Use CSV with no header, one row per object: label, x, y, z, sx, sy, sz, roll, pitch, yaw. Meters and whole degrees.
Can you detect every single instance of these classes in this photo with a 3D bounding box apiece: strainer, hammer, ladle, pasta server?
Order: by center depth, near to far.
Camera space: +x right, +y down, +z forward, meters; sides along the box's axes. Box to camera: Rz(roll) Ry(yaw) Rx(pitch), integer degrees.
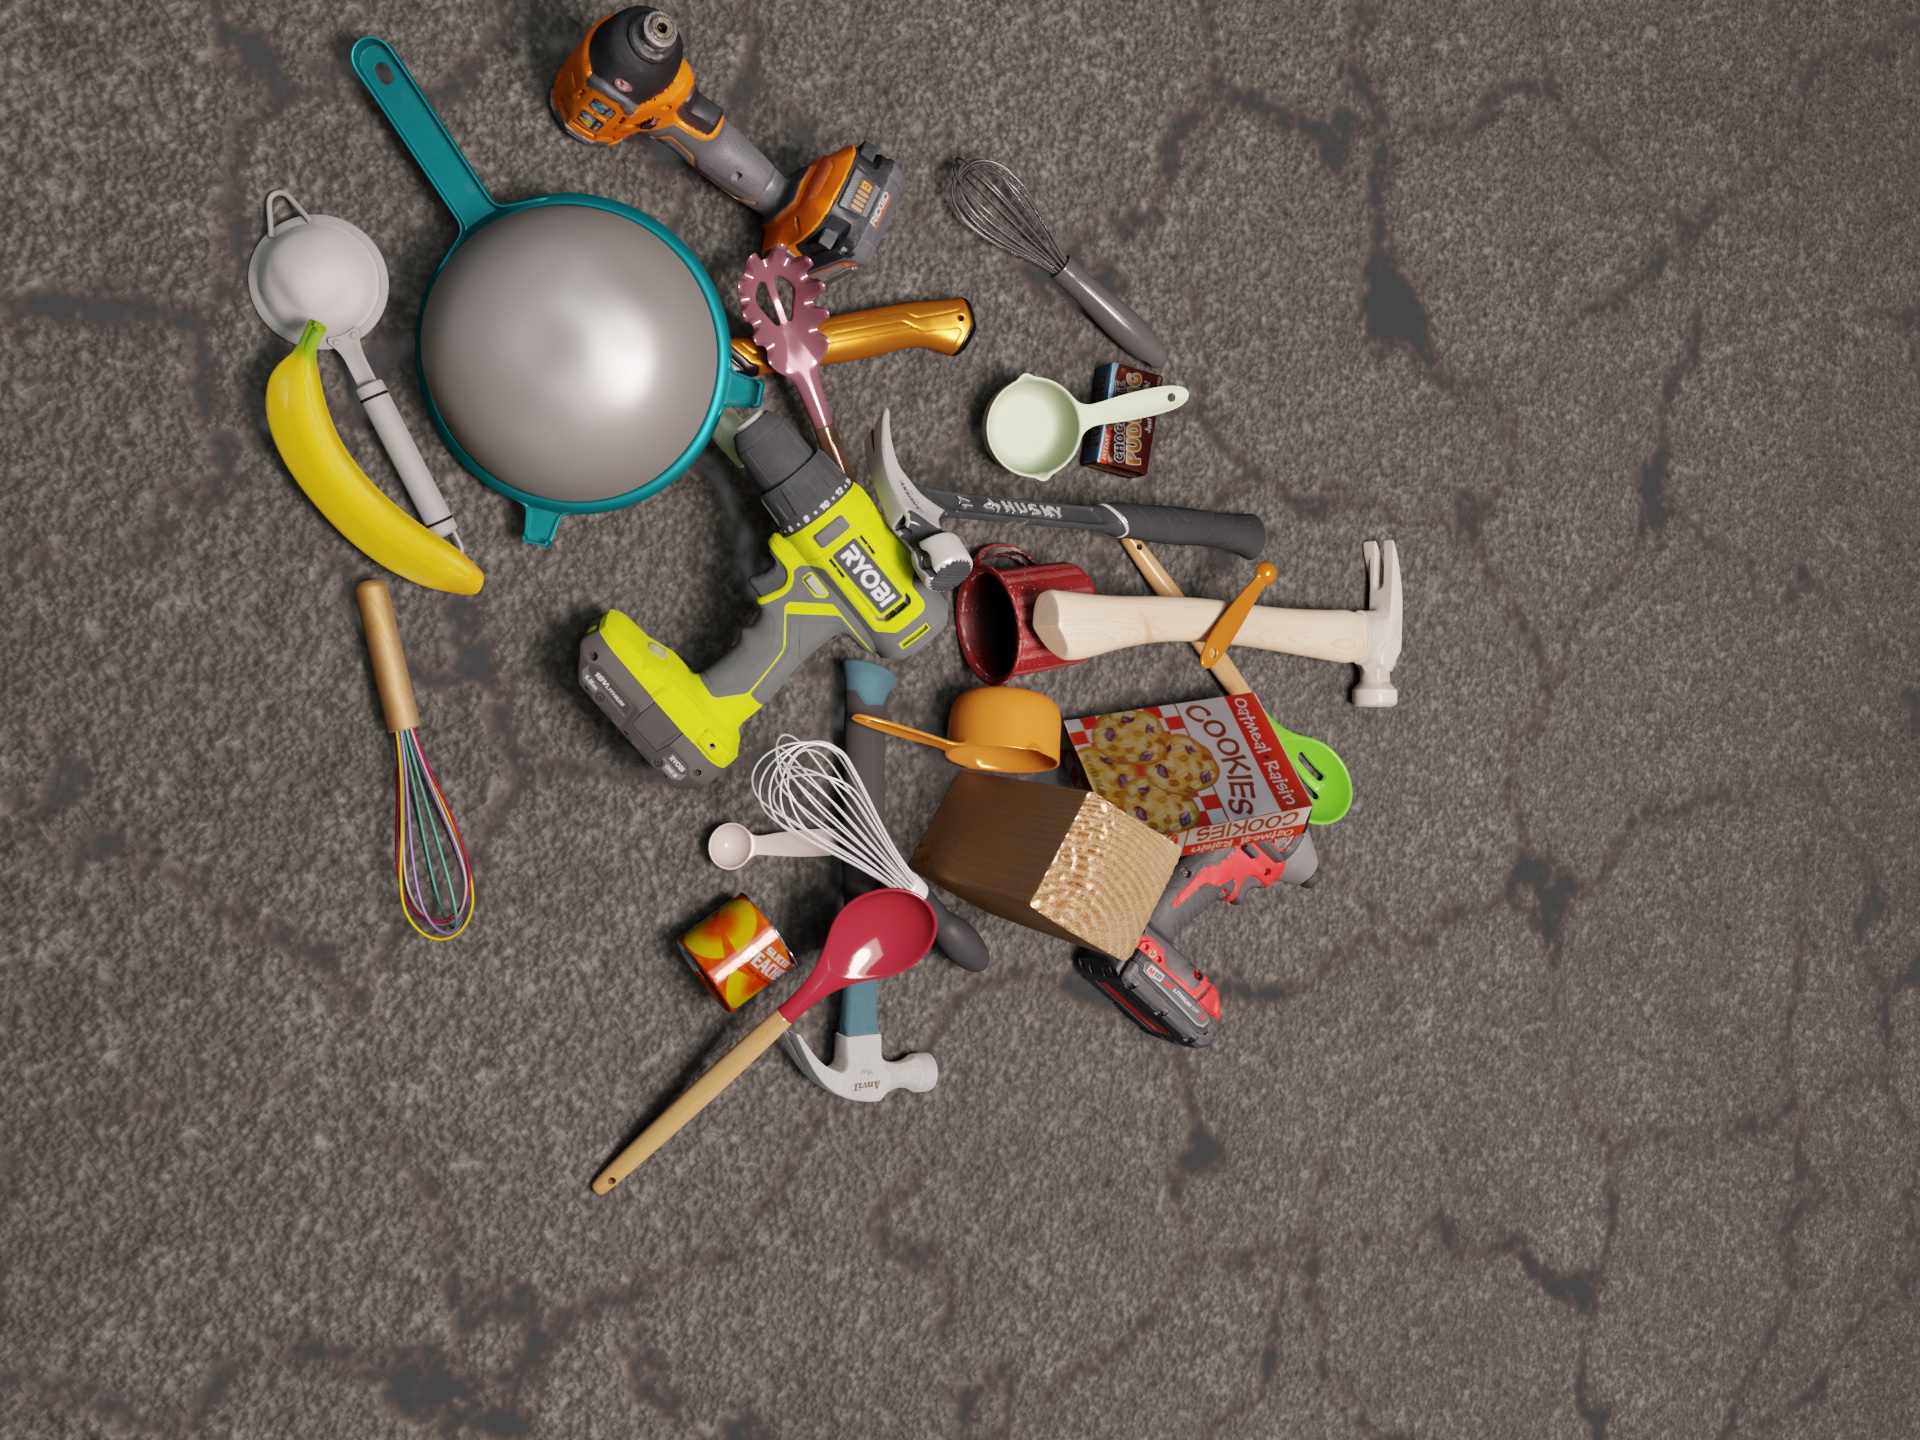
strainer,-0.292,-0.291,1.017,0.211,0.095,0.340,-33,99,3
strainer,-0.388,-0.223,1.039,0.087,0.050,0.258,-25,106,-6
ladle,-0.143,0.229,1.131,0.315,0.031,0.069,-42,108,1
hammer,-0.143,-0.275,1.153,0.337,0.034,0.127,-16,100,-24
pasta server,-0.089,-0.187,1.154,0.060,0.040,0.316,-23,112,-9
hammer,-0.073,0.120,1.194,0.128,0.033,0.331,1,90,-35
hammer,0.097,-0.155,1.203,0.408,0.036,0.149,-2,52,-43
hammer,0.220,-0.086,1.276,0.410,0.038,0.146,1,90,-39

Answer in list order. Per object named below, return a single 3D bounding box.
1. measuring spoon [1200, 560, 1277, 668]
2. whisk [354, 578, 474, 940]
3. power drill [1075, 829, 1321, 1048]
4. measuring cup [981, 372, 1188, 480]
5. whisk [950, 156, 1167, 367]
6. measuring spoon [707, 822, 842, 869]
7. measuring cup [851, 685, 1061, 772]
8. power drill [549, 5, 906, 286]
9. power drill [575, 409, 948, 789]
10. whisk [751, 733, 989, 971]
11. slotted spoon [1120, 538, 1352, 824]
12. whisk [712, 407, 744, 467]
measuring spoon,0.219,-0.083,1.245,0.021,0.011,0.117,52,60,-26
whisk,-0.367,0.028,1.056,0.047,0.051,0.245,-13,94,-18
power drill,0.207,0.152,1.312,0.143,0.078,0.220,43,72,-20
measuring cup,0.096,-0.239,1.247,0.167,0.038,0.083,-14,102,-12
whisk,0.081,-0.356,1.249,0.238,0.055,0.055,37,77,-25
measuring spoon,-0.132,0.092,1.185,0.124,0.018,0.034,0,91,-32
measuring cup,-0.002,-0.004,1.195,0.173,0.095,0.052,15,72,-28
power drill,-0.154,-0.391,1.074,0.226,0.164,0.084,28,80,-25
power drill,-0.148,-0.080,1.088,0.228,0.080,0.190,-38,108,5
whisk,-0.052,0.104,1.147,0.070,0.070,0.284,-52,130,-14
slotted spoon,0.230,-0.035,1.340,0.070,0.031,0.313,-44,107,-17
whisk,-0.142,-0.179,1.118,0.246,0.058,0.059,48,64,-17
